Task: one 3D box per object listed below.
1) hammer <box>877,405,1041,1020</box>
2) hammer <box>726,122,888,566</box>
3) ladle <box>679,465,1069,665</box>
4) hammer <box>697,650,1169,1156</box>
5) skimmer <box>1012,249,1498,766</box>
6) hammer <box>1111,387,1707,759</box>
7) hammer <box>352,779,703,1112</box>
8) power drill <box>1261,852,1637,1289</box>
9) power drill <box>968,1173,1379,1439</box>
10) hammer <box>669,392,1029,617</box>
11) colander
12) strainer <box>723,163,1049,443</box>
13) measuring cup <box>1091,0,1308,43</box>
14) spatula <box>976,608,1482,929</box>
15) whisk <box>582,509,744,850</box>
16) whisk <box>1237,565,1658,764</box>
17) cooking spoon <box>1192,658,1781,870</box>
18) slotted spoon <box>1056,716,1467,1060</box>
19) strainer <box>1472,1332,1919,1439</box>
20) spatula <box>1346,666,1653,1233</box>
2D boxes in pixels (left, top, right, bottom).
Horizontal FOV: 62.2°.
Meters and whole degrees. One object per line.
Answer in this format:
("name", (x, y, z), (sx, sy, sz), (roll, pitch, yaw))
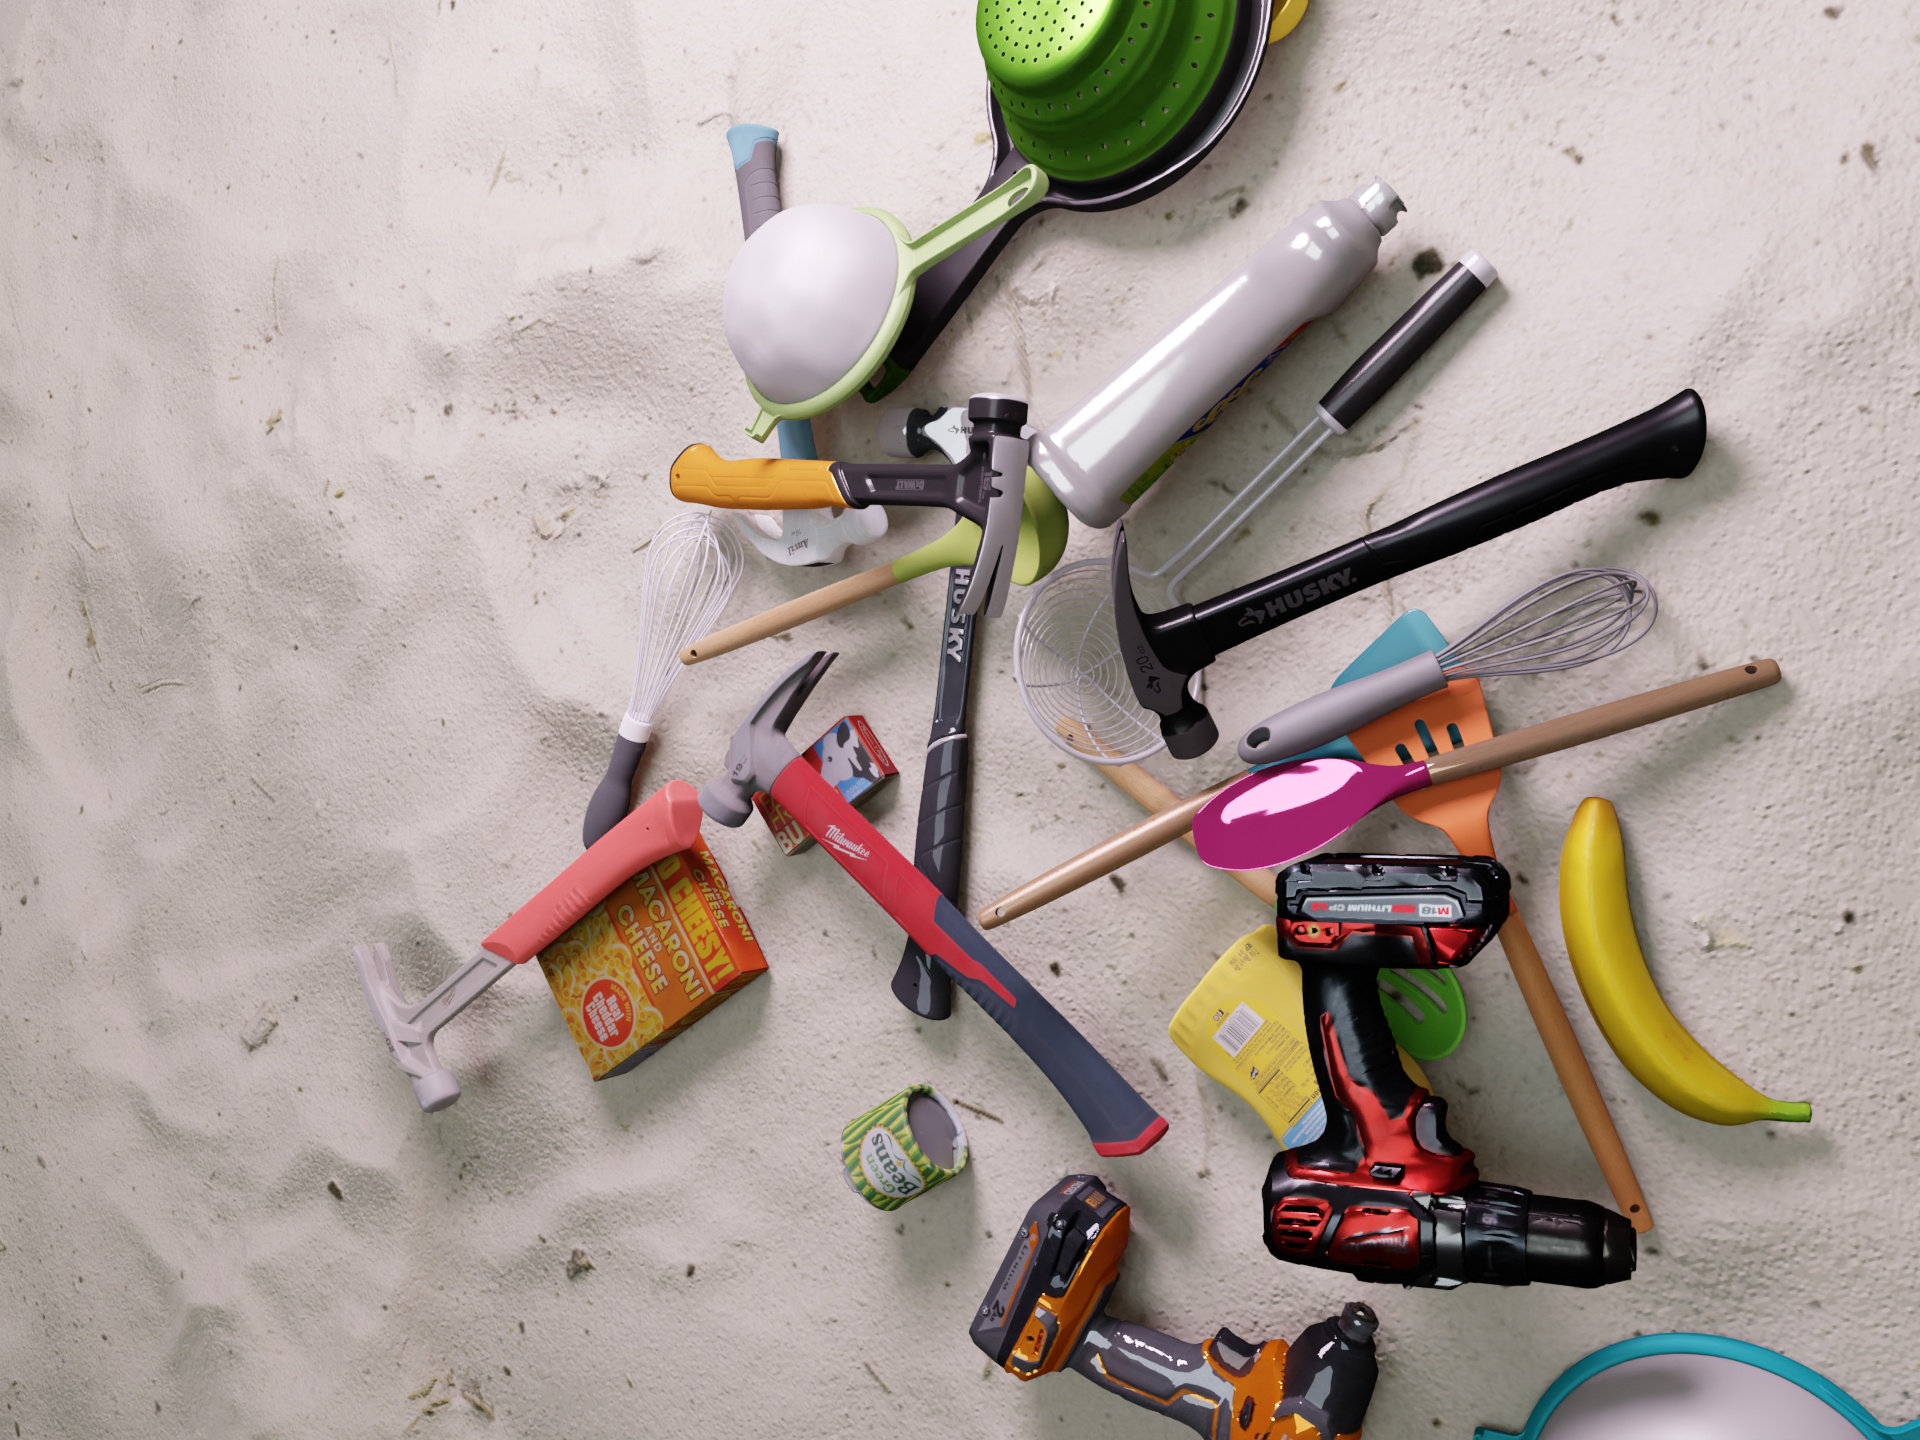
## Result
("hammer", (-0.002, -0.003, 1.061), (0.149, 0.036, 0.409), (7, 94, 28))
("hammer", (-0.125, -0.266, 1.116), (0.128, 0.033, 0.331), (-18, 77, 44))
("ladle", (-0.069, -0.087, 1.044), (0.320, 0.062, 0.078), (-19, 93, 29))
("hammer", (-0.006, 0.122, 1.027), (0.386, 0.038, 0.143), (43, 107, 20))
("skimmer", (0.176, -0.125, 0.931), (0.127, 0.090, 0.363), (40, 109, -11))
("hammer", (0.241, -0.100, 0.877), (0.335, 0.035, 0.146), (-23, 116, 13))
("hammer", (-0.325, 0.147, 1.194), (0.359, 0.036, 0.149), (-39, 71, 25))
("power drill", (0.252, 0.186, 0.836), (0.188, 0.080, 0.227), (-1, 90, 26))
("power drill", (0.135, 0.374, 0.963), (0.227, 0.084, 0.164), (29, 104, 21))
("hammer", (-0.086, -0.143, 1.023), (0.337, 0.034, 0.127), (11, 97, 47))
("colander", (0.028, -0.366, 0.994), (0.397, 0.094, 0.205), (-49, 58, 24))
("strainer", (-0.064, -0.287, 0.984), (0.256, 0.069, 0.152), (-20, 60, 36))
("measuring cup", (0.146, -0.447, 0.989), (0.157, 0.029, 0.062), (16, 96, 40))
("spatula", (0.150, 0.045, 0.940), (0.317, 0.044, 0.082), (-28, 80, 3))
("whisk", (-0.230, -0.023, 1.176), (0.070, 0.070, 0.284), (31, 109, 25))
("whisk", (0.266, -0.025, 0.883), (0.239, 0.055, 0.055), (-24, 79, 15))
("cooking spoon", (0.281, 0.022, 0.869), (0.319, 0.017, 0.069), (-18, 44, 13))
("slotted spoon", (0.176, 0.090, 0.967), (0.314, 0.031, 0.070), (39, 125, 25))
("strainer", (0.431, 0.398, 0.789), (0.340, 0.095, 0.211), (-39, 72, 25))
("spatula", (0.311, 0.129, 0.884), (0.081, 0.041, 0.322), (-23, 87, 10))
